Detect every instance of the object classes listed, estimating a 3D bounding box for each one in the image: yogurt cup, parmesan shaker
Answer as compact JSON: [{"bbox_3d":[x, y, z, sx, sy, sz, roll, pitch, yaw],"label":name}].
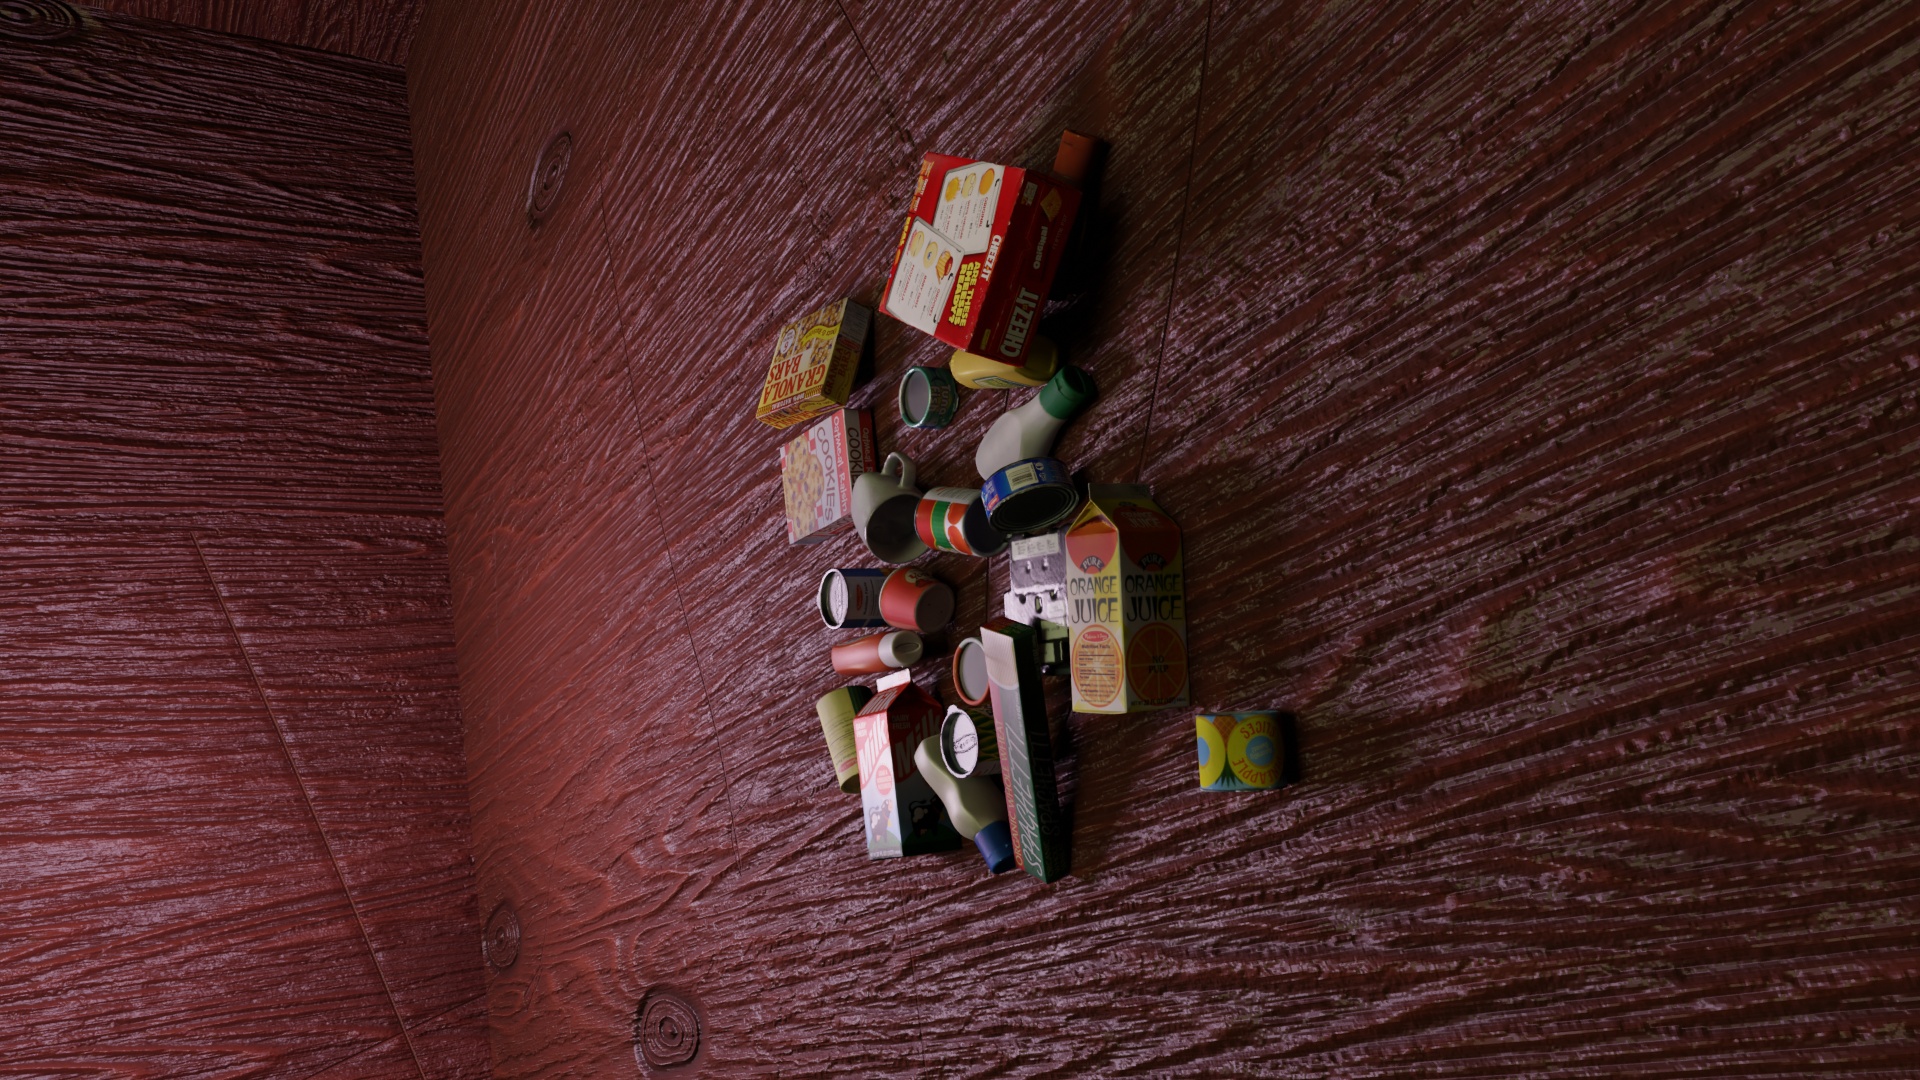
[{"bbox_3d":[-0.043,0.064,1.446,0.054,0.072,0.072,17,104,46],"label":"yogurt cup"},{"bbox_3d":[-0.113,0.220,1.546,0.071,0.071,0.103,-51,49,42],"label":"parmesan shaker"}]

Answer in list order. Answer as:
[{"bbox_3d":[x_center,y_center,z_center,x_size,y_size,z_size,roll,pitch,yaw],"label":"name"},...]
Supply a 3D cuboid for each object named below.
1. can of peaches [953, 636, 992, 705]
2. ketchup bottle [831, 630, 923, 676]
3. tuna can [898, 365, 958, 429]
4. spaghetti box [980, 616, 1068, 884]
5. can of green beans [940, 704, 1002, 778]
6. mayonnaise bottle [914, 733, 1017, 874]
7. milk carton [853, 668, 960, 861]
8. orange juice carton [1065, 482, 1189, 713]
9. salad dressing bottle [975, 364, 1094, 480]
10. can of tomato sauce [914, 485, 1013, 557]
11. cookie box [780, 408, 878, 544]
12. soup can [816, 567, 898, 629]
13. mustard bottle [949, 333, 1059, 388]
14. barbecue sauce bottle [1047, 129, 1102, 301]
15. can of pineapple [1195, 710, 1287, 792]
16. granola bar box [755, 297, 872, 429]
[{"bbox_3d":[0.034,0.127,1.335,0.071,0.058,0.071,-2,87,56],"label":"can of peaches"},{"bbox_3d":[-0.085,0.120,1.489,0.148,0.065,0.043,-17,82,63],"label":"ketchup bottle"},{"bbox_3d":[-0.034,-0.150,1.462,0.071,0.033,0.071,-1,89,56],"label":"tuna can"},{"bbox_3d":[0.060,0.193,1.264,0.050,0.029,0.249,15,118,54],"label":"spaghetti box"},{"bbox_3d":[0.022,0.195,1.351,0.071,0.058,0.071,0,89,56],"label":"can of green beans"},{"bbox_3d":[0.012,0.256,1.364,0.148,0.065,0.041,58,137,34],"label":"mayonnaise bottle"},{"bbox_3d":[-0.060,0.234,1.457,0.072,0.073,0.191,-25,68,53],"label":"milk carton"},{"bbox_3d":[0.139,0.047,1.170,0.073,0.072,0.192,-8,83,55],"label":"orange juice carton"},{"bbox_3d":[0.070,-0.107,1.301,0.147,0.044,0.064,-45,53,44],"label":"salad dressing bottle"},{"bbox_3d":[0.005,-0.017,1.374,0.083,0.071,0.071,8,96,55],"label":"can of tomato sauce"},{"bbox_3d":[-0.154,-0.072,1.631,0.167,0.040,0.123,-23,70,55],"label":"cookie box"},{"bbox_3d":[-0.104,0.063,1.516,0.071,0.084,0.071,-2,88,56],"label":"soup can"},{"bbox_3d":[0.032,-0.172,1.343,0.160,0.065,0.049,4,84,61],"label":"mustard bottle"},{"bbox_3d":[0.091,-0.298,1.271,0.065,0.044,0.148,40,121,44],"label":"barbecue sauce bottle"},{"bbox_3d":[0.215,0.160,1.060,0.071,0.071,0.058,-11,80,55],"label":"can of pineapple"},{"bbox_3d":[-0.172,-0.205,1.630,0.165,0.039,0.124,-10,62,55],"label":"granola bar box"}]
